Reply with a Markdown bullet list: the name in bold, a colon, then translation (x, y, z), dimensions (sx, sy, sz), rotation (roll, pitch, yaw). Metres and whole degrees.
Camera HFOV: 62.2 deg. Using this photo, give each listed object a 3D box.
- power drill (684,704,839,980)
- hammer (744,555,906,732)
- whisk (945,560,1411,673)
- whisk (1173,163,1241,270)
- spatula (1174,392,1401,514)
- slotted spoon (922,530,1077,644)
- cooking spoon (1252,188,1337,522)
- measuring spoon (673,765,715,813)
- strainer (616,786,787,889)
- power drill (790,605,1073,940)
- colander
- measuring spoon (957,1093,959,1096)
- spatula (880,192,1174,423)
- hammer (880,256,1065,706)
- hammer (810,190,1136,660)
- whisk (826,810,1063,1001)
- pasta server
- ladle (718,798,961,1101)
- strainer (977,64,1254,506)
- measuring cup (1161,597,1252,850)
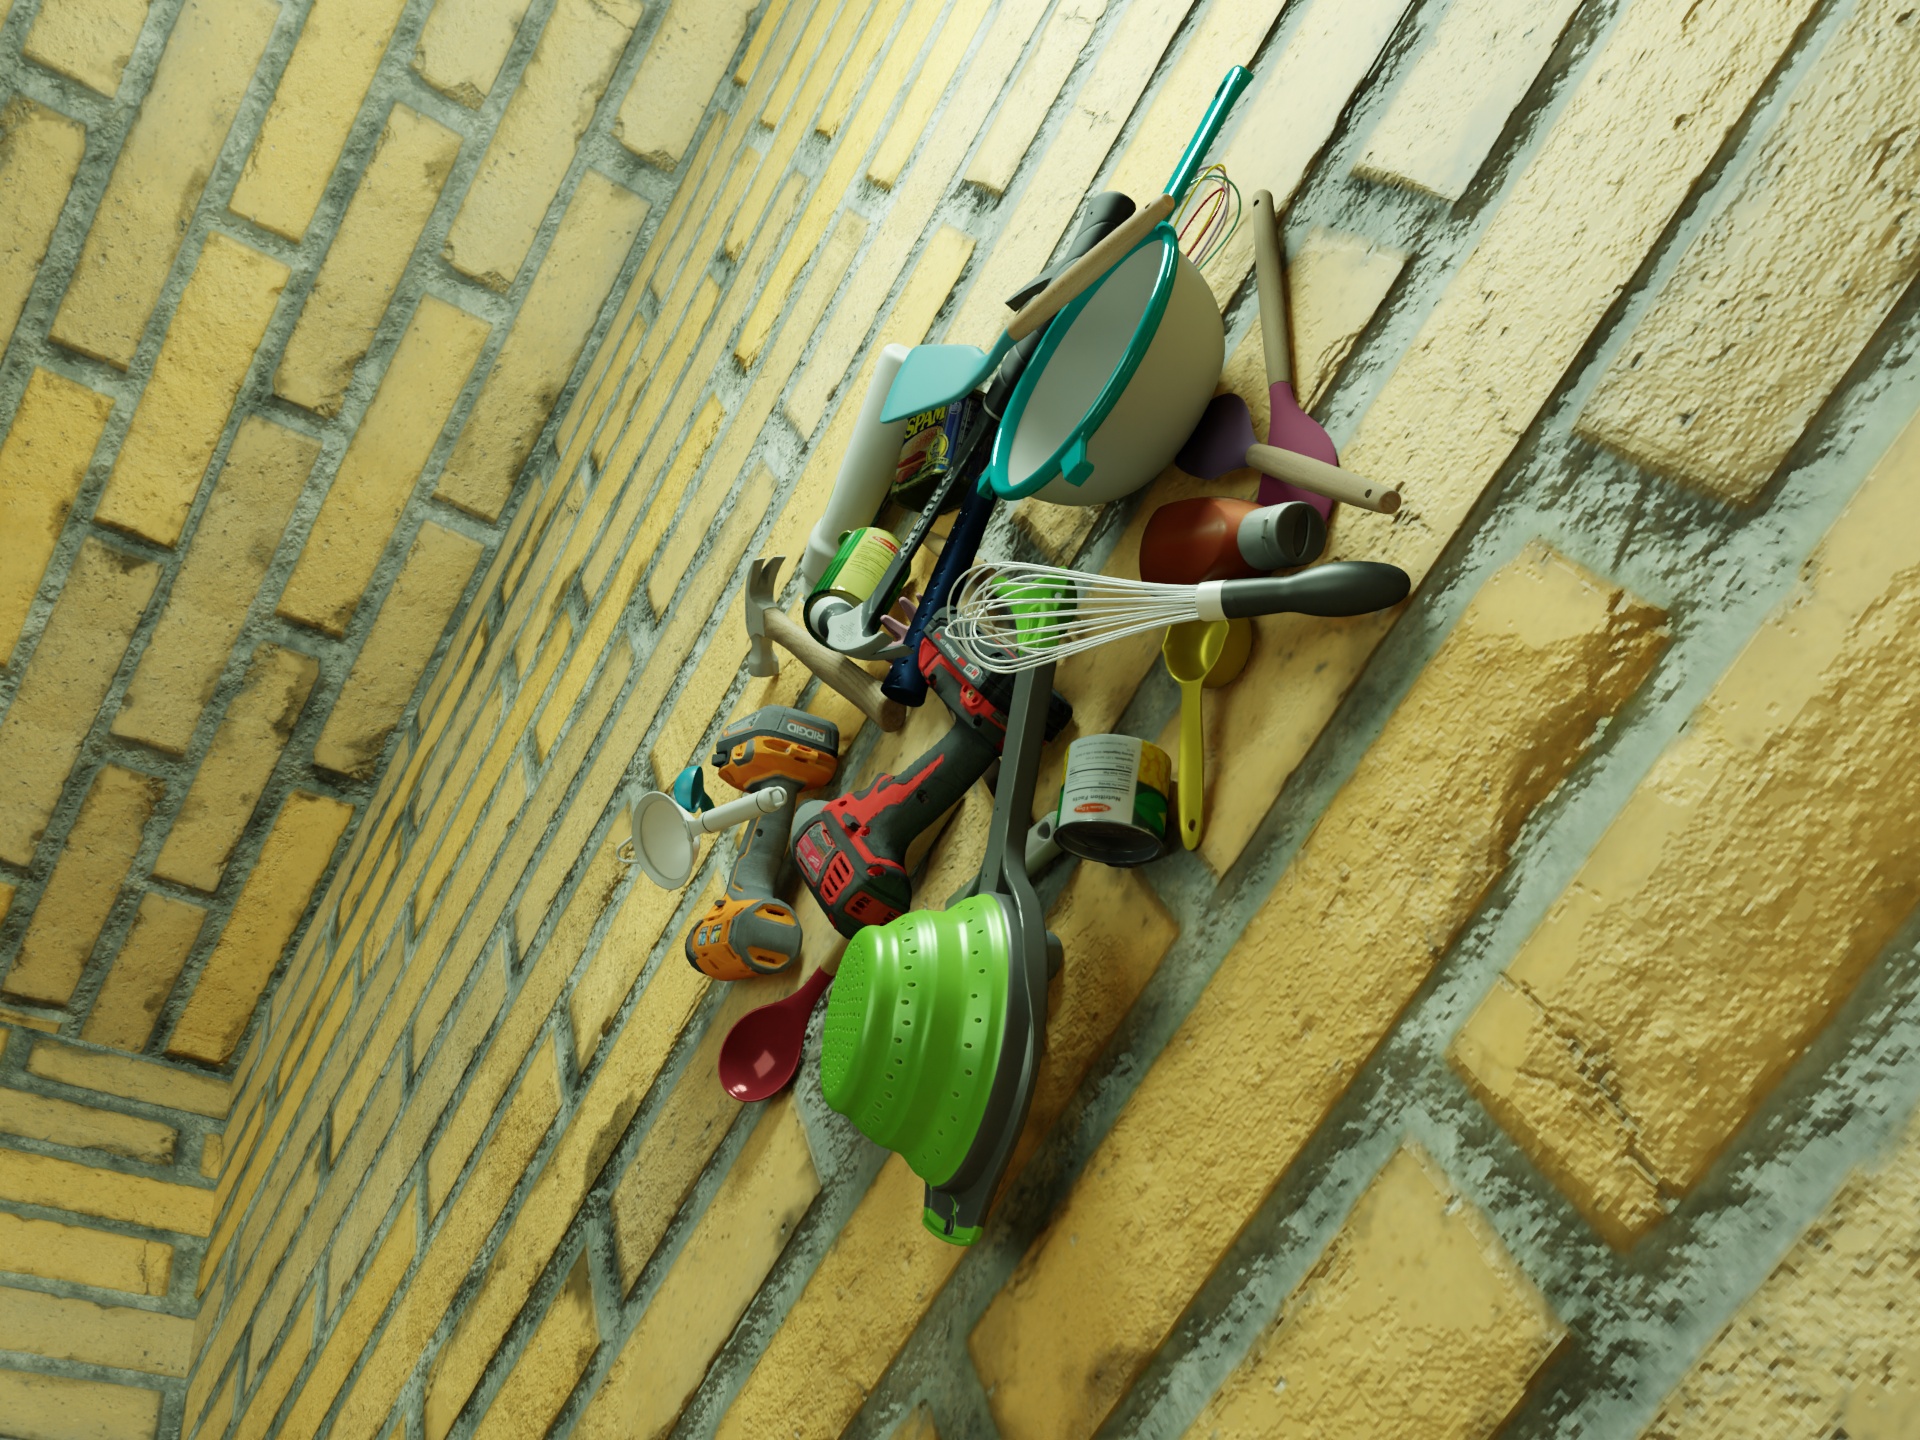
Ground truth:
- **power drill**: translation (-0.183, 0.114, 1.380), dimensions (0.164, 0.084, 0.227), rotation (-22, 54, 56)
- **hammer**: translation (-0.129, -0.061, 1.432), dimensions (0.332, 0.031, 0.130), rotation (35, 131, 57)
- **whisk**: translation (0.117, -0.065, 0.918), dimensions (0.285, 0.070, 0.070), rotation (-3, 64, 29)
- **whisk**: translation (0.135, -0.297, 1.182), dimensions (0.245, 0.051, 0.047), rotation (-61, 7, 19)
- **spatula**: translation (0.188, -0.157, 0.950), dimensions (0.059, 0.018, 0.316), rotation (-64, 17, 11)
- **slotted spoon**: translation (0.023, -0.113, 1.246), dimensions (0.070, 0.031, 0.314), rotation (-63, 26, 7)
- **cooking spoon**: translation (0.204, -0.232, 1.025), dimensions (0.068, 0.017, 0.319), rotation (-36, 41, 44)
- **measuring spoon**: translation (-0.239, 0.074, 1.431), dimensions (0.128, 0.021, 0.042), rotation (88, -170, -70)
- **strainer**: translation (-0.209, 0.087, 1.320), dimensions (0.258, 0.050, 0.087), rotation (-21, 85, 51)
- **power drill**: translation (-0.035, 0.037, 1.118), dimensions (0.219, 0.078, 0.143), rotation (-51, 36, 6)
- **colander**: translation (-0.013, 0.106, 0.969), dimensions (0.204, 0.094, 0.397), rotation (148, 134, -70)
- **measuring spoon**: translation (0.007, 0.247, 1.017), dimensions (0.034, 0.018, 0.124), rotation (-62, 21, 8)
- **spatula**: translation (0.044, -0.296, 1.143), dimensions (0.317, 0.044, 0.082), rotation (-27, 37, 55)
- **hammer**: translation (0.025, -0.199, 1.260), dimensions (0.144, 0.035, 0.406), rotation (-6, 59, 60)
- **hammer**: translation (0.017, -0.223, 1.219), dimensions (0.409, 0.036, 0.149), rotation (-59, 27, 3)
- **whisk**: translation (-0.007, 0.136, 1.089), dimensions (0.246, 0.059, 0.058), rotation (-43, 48, 30)
- **pasta server**: translation (-0.002, -0.004, 1.194), dimensions (0.060, 0.040, 0.317), rotation (-44, 33, 11)
- **ladle**: translation (-0.089, 0.172, 1.222), dimensions (0.069, 0.031, 0.315), rotation (45, 109, 28)
- **strainer**: translation (0.144, -0.281, 1.091), dimensions (0.340, 0.095, 0.211), rotation (-62, 18, -4)
- **measuring cup**: translation (0.148, 0.001, 0.950), dimensions (0.062, 0.029, 0.156), rotation (-15, 68, 57)
